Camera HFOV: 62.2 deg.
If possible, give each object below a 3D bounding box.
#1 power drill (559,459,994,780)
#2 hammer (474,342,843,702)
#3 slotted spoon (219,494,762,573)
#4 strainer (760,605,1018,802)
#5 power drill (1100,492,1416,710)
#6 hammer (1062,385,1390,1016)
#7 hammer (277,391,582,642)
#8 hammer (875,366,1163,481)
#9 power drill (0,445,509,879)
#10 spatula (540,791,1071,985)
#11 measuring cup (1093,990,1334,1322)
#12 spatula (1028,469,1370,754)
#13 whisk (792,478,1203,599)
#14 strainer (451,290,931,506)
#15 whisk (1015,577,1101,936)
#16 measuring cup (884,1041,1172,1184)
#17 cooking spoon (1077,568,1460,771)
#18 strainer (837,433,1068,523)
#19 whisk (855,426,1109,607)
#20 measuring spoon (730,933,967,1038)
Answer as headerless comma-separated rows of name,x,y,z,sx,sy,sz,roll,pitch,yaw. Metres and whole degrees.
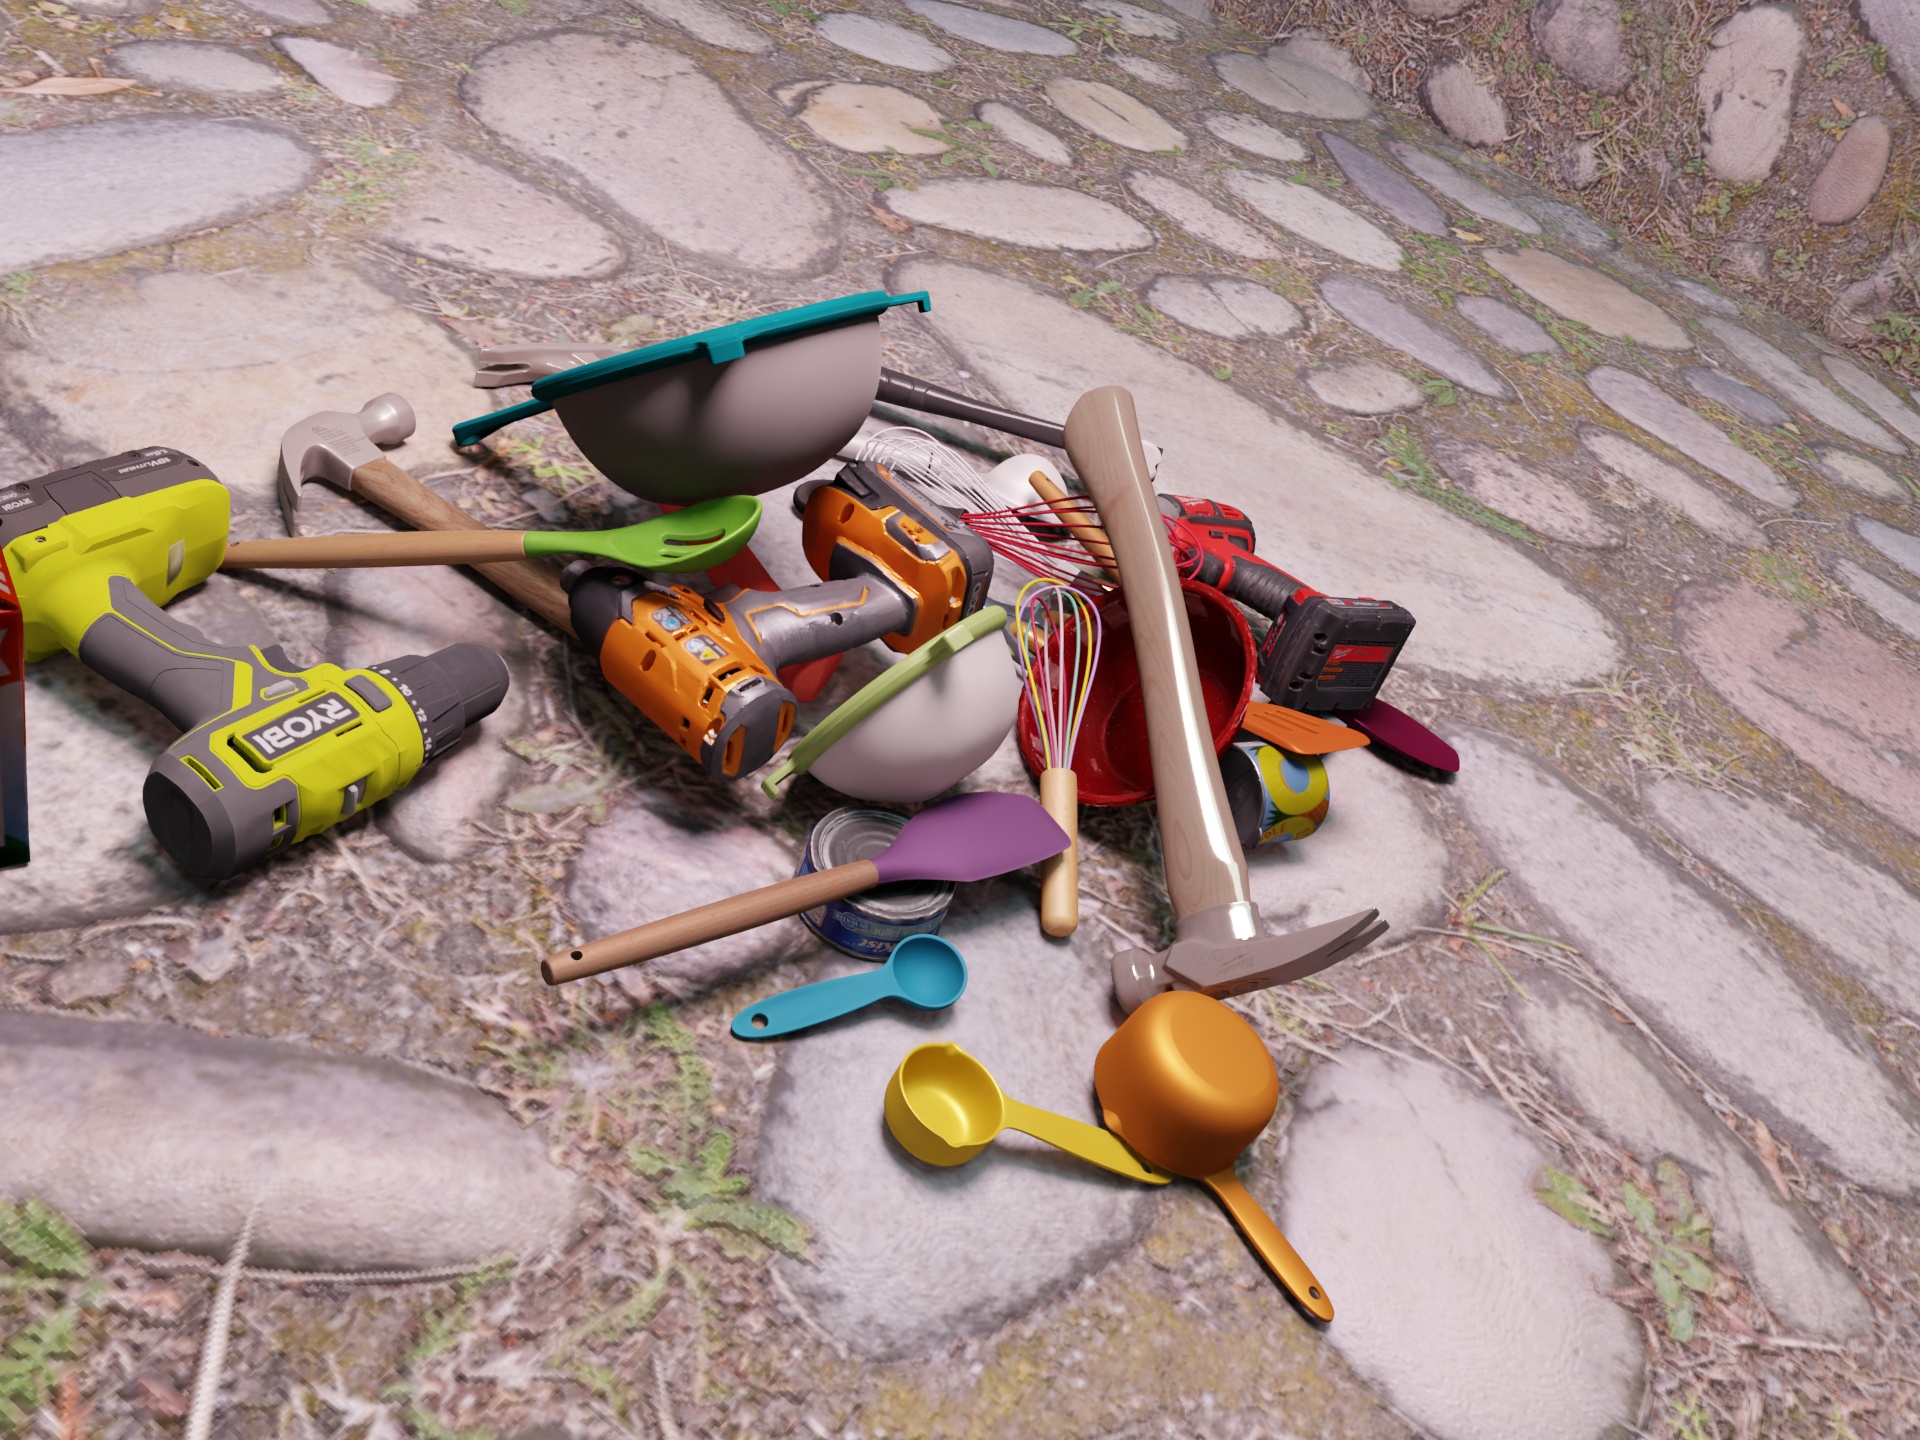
power drill,-0.108,-0.071,0.917,0.164,0.084,0.226,39,48,23
hammer,-0.189,-0.142,1.052,0.149,0.036,0.359,-10,48,-36
slotted spoon,-0.261,-0.096,0.872,0.314,0.031,0.070,-1,34,7
strainer,-0.001,-0.003,0.943,0.069,0.151,0.256,54,21,4
power drill,0.205,-0.097,1.153,0.143,0.078,0.220,0,33,-42
hammer,0.129,-0.037,0.934,0.038,0.146,0.411,43,33,-54
hammer,-0.269,-0.090,0.950,0.331,0.031,0.130,33,38,11
hammer,-0.006,-0.249,1.254,0.335,0.035,0.146,16,12,0
power drill,-0.363,-0.038,0.803,0.228,0.080,0.190,38,40,13
spatula,-0.067,0.082,0.805,0.316,0.018,0.060,-14,50,-40
measuring cup,0.140,0.209,0.786,0.095,0.052,0.174,-5,47,-44
spatula,0.145,-0.077,1.085,0.081,0.041,0.323,-6,47,-43
whisk,0.020,-0.130,1.080,0.296,0.073,0.073,12,34,18
strainer,-0.184,-0.171,0.959,0.340,0.095,0.211,-7,16,36
whisk,0.054,0.014,0.952,0.047,0.051,0.245,36,44,-42
measuring cup,0.033,0.204,0.773,0.156,0.029,0.062,25,34,-19
cooking spoon,0.218,-0.038,1.160,0.319,0.017,0.069,26,29,2
strainer,-0.012,-0.193,1.206,0.258,0.050,0.087,12,23,-10
whisk,0.046,-0.119,1.139,0.284,0.070,0.070,34,38,5
measuring spoon,-0.057,0.142,0.804,0.128,0.021,0.042,-12,59,-26
